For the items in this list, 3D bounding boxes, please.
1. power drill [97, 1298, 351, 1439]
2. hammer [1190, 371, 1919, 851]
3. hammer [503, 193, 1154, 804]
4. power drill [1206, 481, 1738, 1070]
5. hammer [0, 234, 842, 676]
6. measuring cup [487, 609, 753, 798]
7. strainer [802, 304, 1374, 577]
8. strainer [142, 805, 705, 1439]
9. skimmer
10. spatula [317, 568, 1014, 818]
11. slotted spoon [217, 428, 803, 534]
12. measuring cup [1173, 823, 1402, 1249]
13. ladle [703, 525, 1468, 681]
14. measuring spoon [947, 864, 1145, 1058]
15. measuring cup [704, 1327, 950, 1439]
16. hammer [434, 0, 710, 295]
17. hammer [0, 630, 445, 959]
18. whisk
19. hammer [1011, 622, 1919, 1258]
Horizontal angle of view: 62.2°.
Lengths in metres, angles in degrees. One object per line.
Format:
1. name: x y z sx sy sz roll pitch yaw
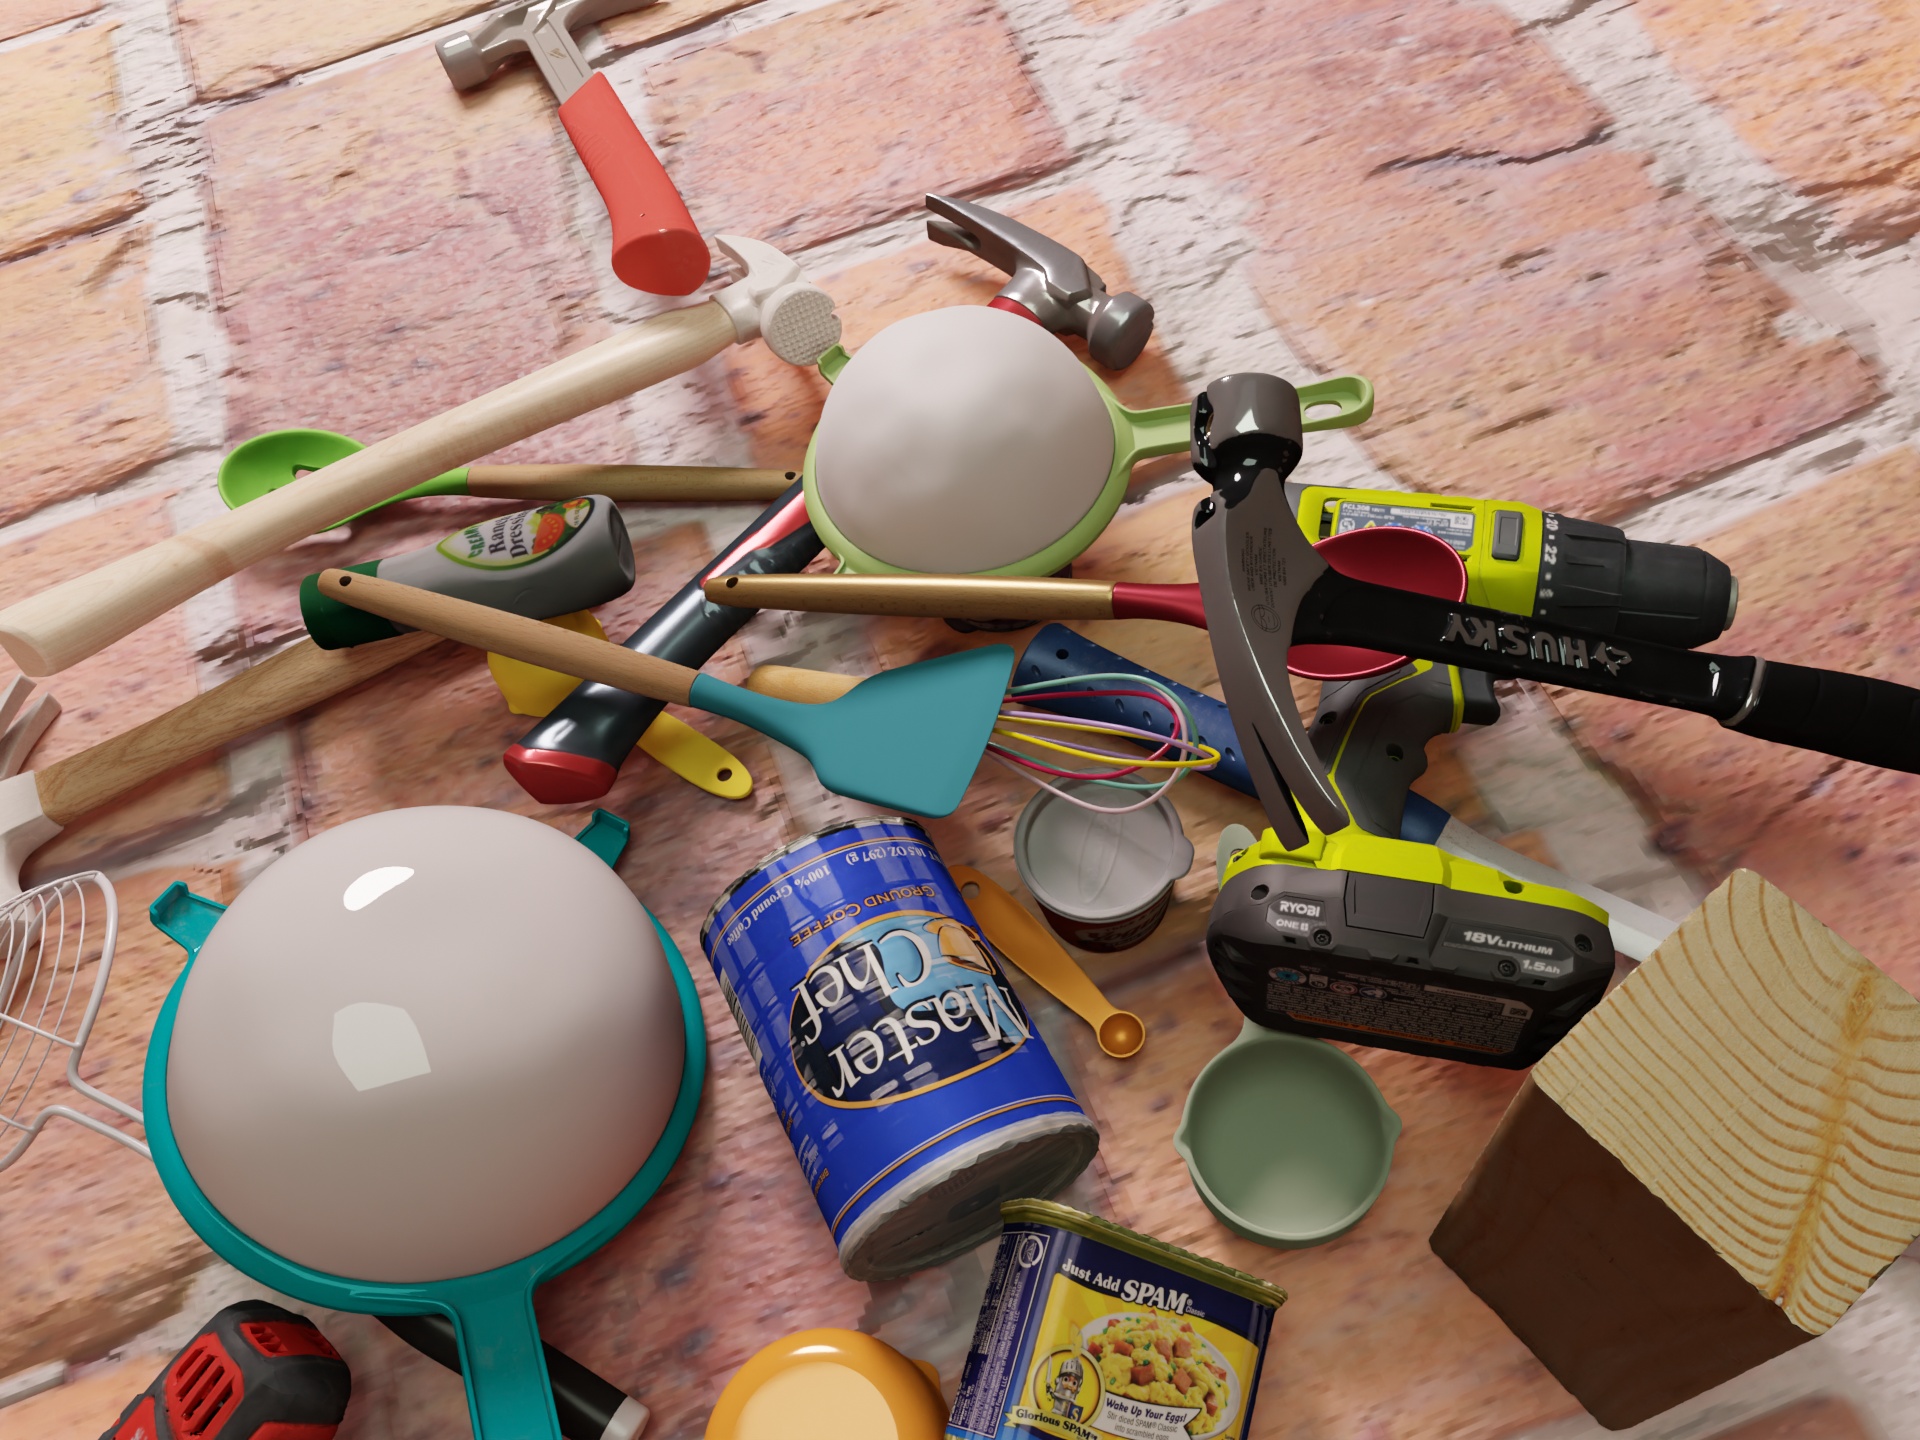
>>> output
1. power drill: -0.237 0.334 0.523 0.227 0.080 0.188 34 81 27
2. hammer: 0.262 -0.009 0.559 0.408 0.036 0.149 9 68 -22
3. hammer: -0.077 -0.112 0.764 0.143 0.038 0.386 35 67 20
4. power drill: 0.193 0.008 0.609 0.190 0.080 0.229 8 59 14
5. hammer: -0.264 -0.133 0.778 0.410 0.038 0.146 -27 35 -10
6. measuring cup: -0.158 -0.010 0.739 0.157 0.029 0.062 30 69 23
7. strainer: 0.050 -0.137 0.689 0.256 0.069 0.152 -7 58 7
8. strainer: -0.176 0.151 0.565 0.211 0.095 0.341 -9 51 -23
9. skimmer: -0.273 0.183 0.641 0.363 0.090 0.127 27 90 10
10. spatula: -0.136 -0.027 0.670 0.317 0.044 0.082 15 63 12
11. slotted spoon: -0.226 -0.120 0.816 0.314 0.031 0.070 1 58 7
12. measuring cup: 0.119 0.121 0.619 0.083 0.038 0.168 -7 58 5
13. ladle: 0.036 -0.048 0.628 0.315 0.031 0.069 3 58 22
14. measuring spoon: 0.033 0.099 0.661 0.021 0.011 0.117 -41 59 -14
15. measuring cup: -0.017 0.282 0.535 0.095 0.052 0.174 -43 61 -16
16. hammer: -0.194 -0.338 0.890 0.149 0.036 0.359 -26 47 -6
17. hammer: -0.332 -0.017 0.769 0.331 0.031 0.130 -28 61 -8
18. whisk: -0.002 -0.002 0.661 0.245 0.051 0.047 9 41 39
19. hammer: 0.207 0.050 0.647 0.406 0.035 0.144 26 67 21
